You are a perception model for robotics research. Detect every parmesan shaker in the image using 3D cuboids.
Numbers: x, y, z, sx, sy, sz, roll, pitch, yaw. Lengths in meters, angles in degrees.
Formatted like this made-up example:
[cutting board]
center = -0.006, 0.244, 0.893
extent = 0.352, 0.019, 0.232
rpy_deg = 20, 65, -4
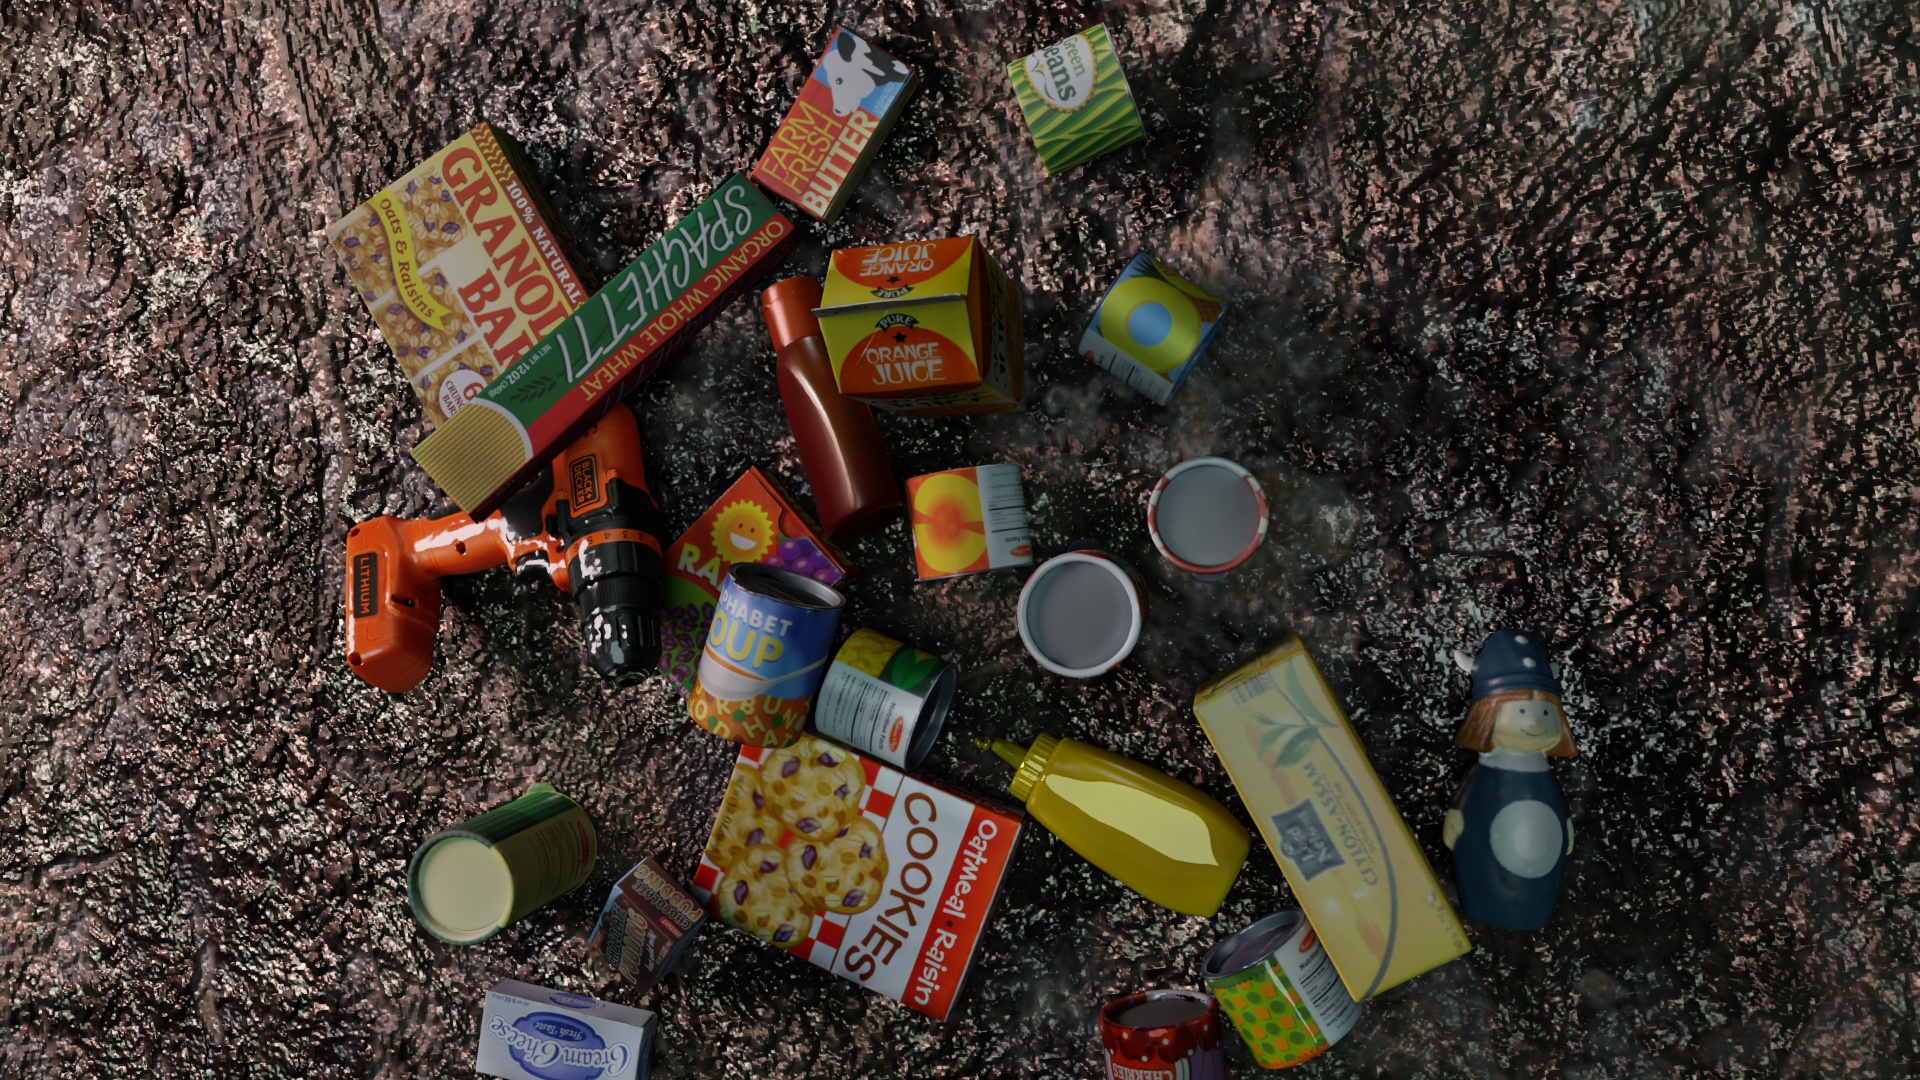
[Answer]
[parmesan shaker]
center = -0.264, 0.185, 0.806
extent = 0.071, 0.103, 0.071
rpy_deg = 0, 91, 10

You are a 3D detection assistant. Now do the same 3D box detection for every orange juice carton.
[orange juice carton]
center = -0.015, -0.107, 0.715
extent = 0.072, 0.193, 0.073
rpy_deg = -3, 90, 11

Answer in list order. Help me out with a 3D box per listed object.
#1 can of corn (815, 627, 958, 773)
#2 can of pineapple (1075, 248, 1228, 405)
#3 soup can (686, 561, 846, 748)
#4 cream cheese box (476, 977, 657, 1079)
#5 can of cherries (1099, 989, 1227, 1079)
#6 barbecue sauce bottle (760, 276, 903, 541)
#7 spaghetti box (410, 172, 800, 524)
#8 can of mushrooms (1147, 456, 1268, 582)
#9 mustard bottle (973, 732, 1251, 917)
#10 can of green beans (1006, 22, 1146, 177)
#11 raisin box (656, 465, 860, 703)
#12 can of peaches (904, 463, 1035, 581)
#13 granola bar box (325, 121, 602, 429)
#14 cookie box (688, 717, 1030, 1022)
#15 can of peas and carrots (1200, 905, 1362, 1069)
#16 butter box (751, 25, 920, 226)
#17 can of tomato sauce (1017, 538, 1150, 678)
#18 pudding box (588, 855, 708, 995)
[can of corn]
center = -0.041, 0.089, 0.785
extent = 0.058, 0.071, 0.071
rpy_deg = 21, 94, 15
[can of pineapple]
center = 0.106, -0.117, 0.758
extent = 0.058, 0.071, 0.071
rpy_deg = 34, 96, 7
[soup can]
center = -0.108, 0.062, 0.755
extent = 0.071, 0.071, 0.083
rpy_deg = 21, 100, 9
[cream cheese box]
center = -0.238, 0.305, 0.842
extent = 0.104, 0.024, 0.053
rpy_deg = 9, 93, 10
[can of cherries]
center = 0.110, 0.284, 0.757
extent = 0.071, 0.071, 0.058
rpy_deg = -7, 89, 10
[barbecue sauce bottle]
center = -0.077, -0.077, 0.795
extent = 0.044, 0.064, 0.148
rpy_deg = -14, 78, -26
[spaghetti box]
center = -0.198, -0.113, 0.791
extent = 0.250, 0.028, 0.050
rpy_deg = -44, 87, -11
[can of mushrooms]
center = 0.137, -0.012, 0.770
extent = 0.071, 0.033, 0.071
rpy_deg = 0, 90, 9
[mustard bottle]
center = 0.080, 0.146, 0.773
extent = 0.160, 0.049, 0.065
rpy_deg = 29, 95, 9
[can of green beans]
center = 0.064, -0.242, 0.765
extent = 0.058, 0.071, 0.071
rpy_deg = -21, 87, 10
[raisin box]
center = -0.133, 0.029, 0.814
extent = 0.123, 0.040, 0.086
rpy_deg = -43, 83, 7
[can of peaches]
center = 0.003, -0.010, 0.777
extent = 0.071, 0.071, 0.058
rpy_deg = -8, 89, 10
[granola bar box]
center = -0.287, -0.148, 0.840
extent = 0.124, 0.039, 0.165
rpy_deg = -31, 85, 8
[cookie box]
center = -0.059, 0.183, 0.802
extent = 0.167, 0.040, 0.123
rpy_deg = 21, 94, 10
[can of peas and carrots]
center = 0.171, 0.242, 0.750
extent = 0.071, 0.071, 0.059
rpy_deg = -33, 86, 9
[butter box]
center = -0.073, -0.241, 0.810
extent = 0.053, 0.024, 0.103
rpy_deg = 33, 96, 7
[can of tomato sauce]
center = 0.069, 0.036, 0.757
extent = 0.071, 0.083, 0.071
rpy_deg = 0, 91, 10
[pudding box]
center = -0.183, 0.224, 0.807
extent = 0.050, 0.030, 0.083
rpy_deg = 42, 136, 9
